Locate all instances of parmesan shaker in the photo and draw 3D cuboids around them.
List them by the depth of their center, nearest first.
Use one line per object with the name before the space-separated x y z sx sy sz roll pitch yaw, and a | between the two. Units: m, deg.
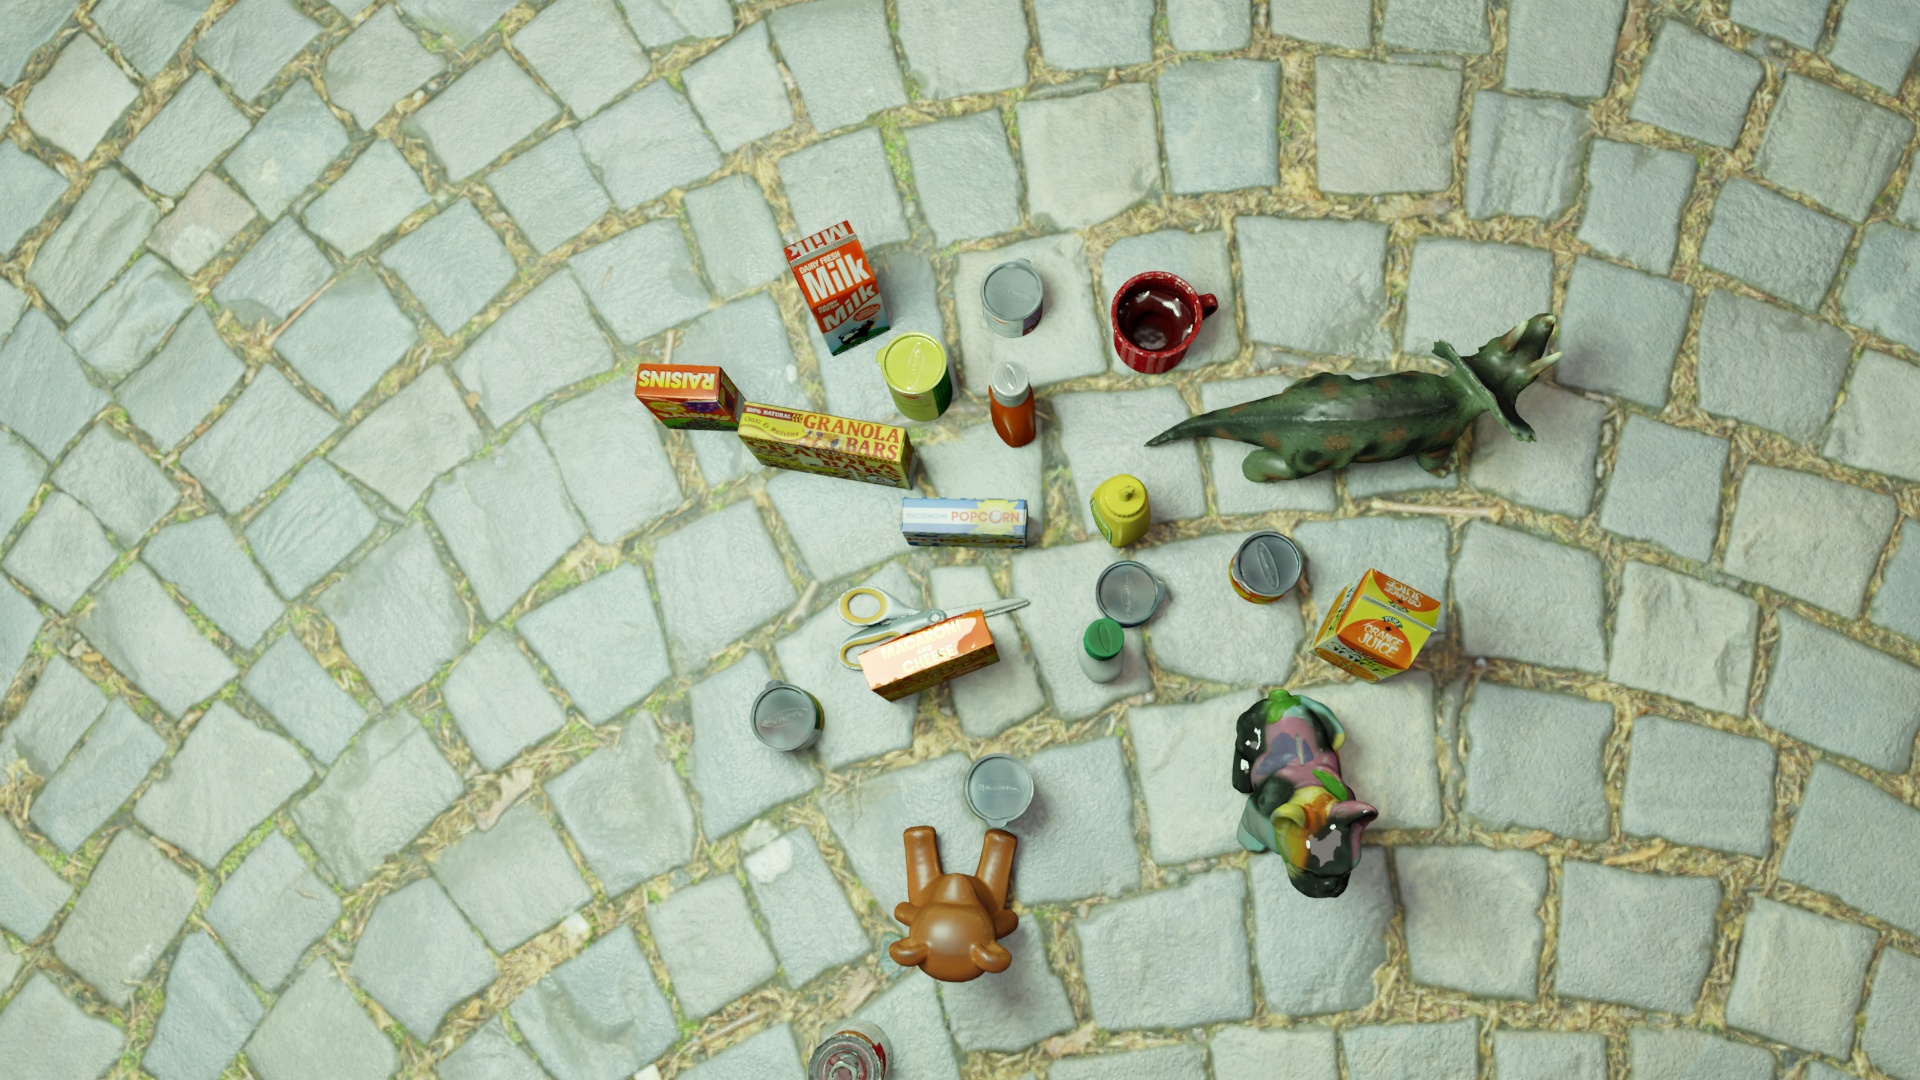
parmesan shaker | -0.046 -0.169 1.437 0.071 0.103 0.071 -1 79 3

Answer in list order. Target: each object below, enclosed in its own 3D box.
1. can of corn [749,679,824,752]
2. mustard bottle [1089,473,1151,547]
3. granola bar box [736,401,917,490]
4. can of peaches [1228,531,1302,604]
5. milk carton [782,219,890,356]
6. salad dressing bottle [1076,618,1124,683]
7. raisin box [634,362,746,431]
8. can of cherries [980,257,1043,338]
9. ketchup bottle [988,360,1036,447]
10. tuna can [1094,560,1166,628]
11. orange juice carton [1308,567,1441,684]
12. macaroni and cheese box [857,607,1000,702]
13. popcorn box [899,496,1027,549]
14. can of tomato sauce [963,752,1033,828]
can of corn | -0.174 0.177 1.397 0.071 0.058 0.071 -1 79 3
mustard bottle | 0.158 -0.035 1.368 0.049 0.160 0.065 -27 79 -2
granola bar box | -0.132 -0.096 1.416 0.166 0.124 0.039 10 80 5
can of peaches | 0.304 0.029 1.399 0.071 0.058 0.071 -1 79 3
milk carton | -0.126 -0.262 1.416 0.072 0.190 0.073 -25 79 -2
salad dressing bottle | 0.137 0.103 1.348 0.044 0.147 0.064 -13 79 1
raisin box | -0.277 -0.146 1.436 0.086 0.123 0.040 4 79 4
can of cherries | 0.056 -0.257 1.471 0.071 0.058 0.071 -1 79 3
ketchup bottle | 0.051 -0.141 1.402 0.043 0.148 0.065 -22 79 -1
tuna can | 0.172 0.055 1.414 0.071 0.032 0.071 -1 79 3
orange juice carton | 0.393 0.081 1.314 0.072 0.192 0.073 28 82 8
macaroni and cheese box | -0.028 0.113 1.346 0.124 0.166 0.040 -21 79 -1
popcorn box | 0.005 -0.018 1.412 0.127 0.085 0.038 1 79 4
can of tomato sauce | 0.039 0.245 1.358 0.071 0.083 0.071 -1 79 3
